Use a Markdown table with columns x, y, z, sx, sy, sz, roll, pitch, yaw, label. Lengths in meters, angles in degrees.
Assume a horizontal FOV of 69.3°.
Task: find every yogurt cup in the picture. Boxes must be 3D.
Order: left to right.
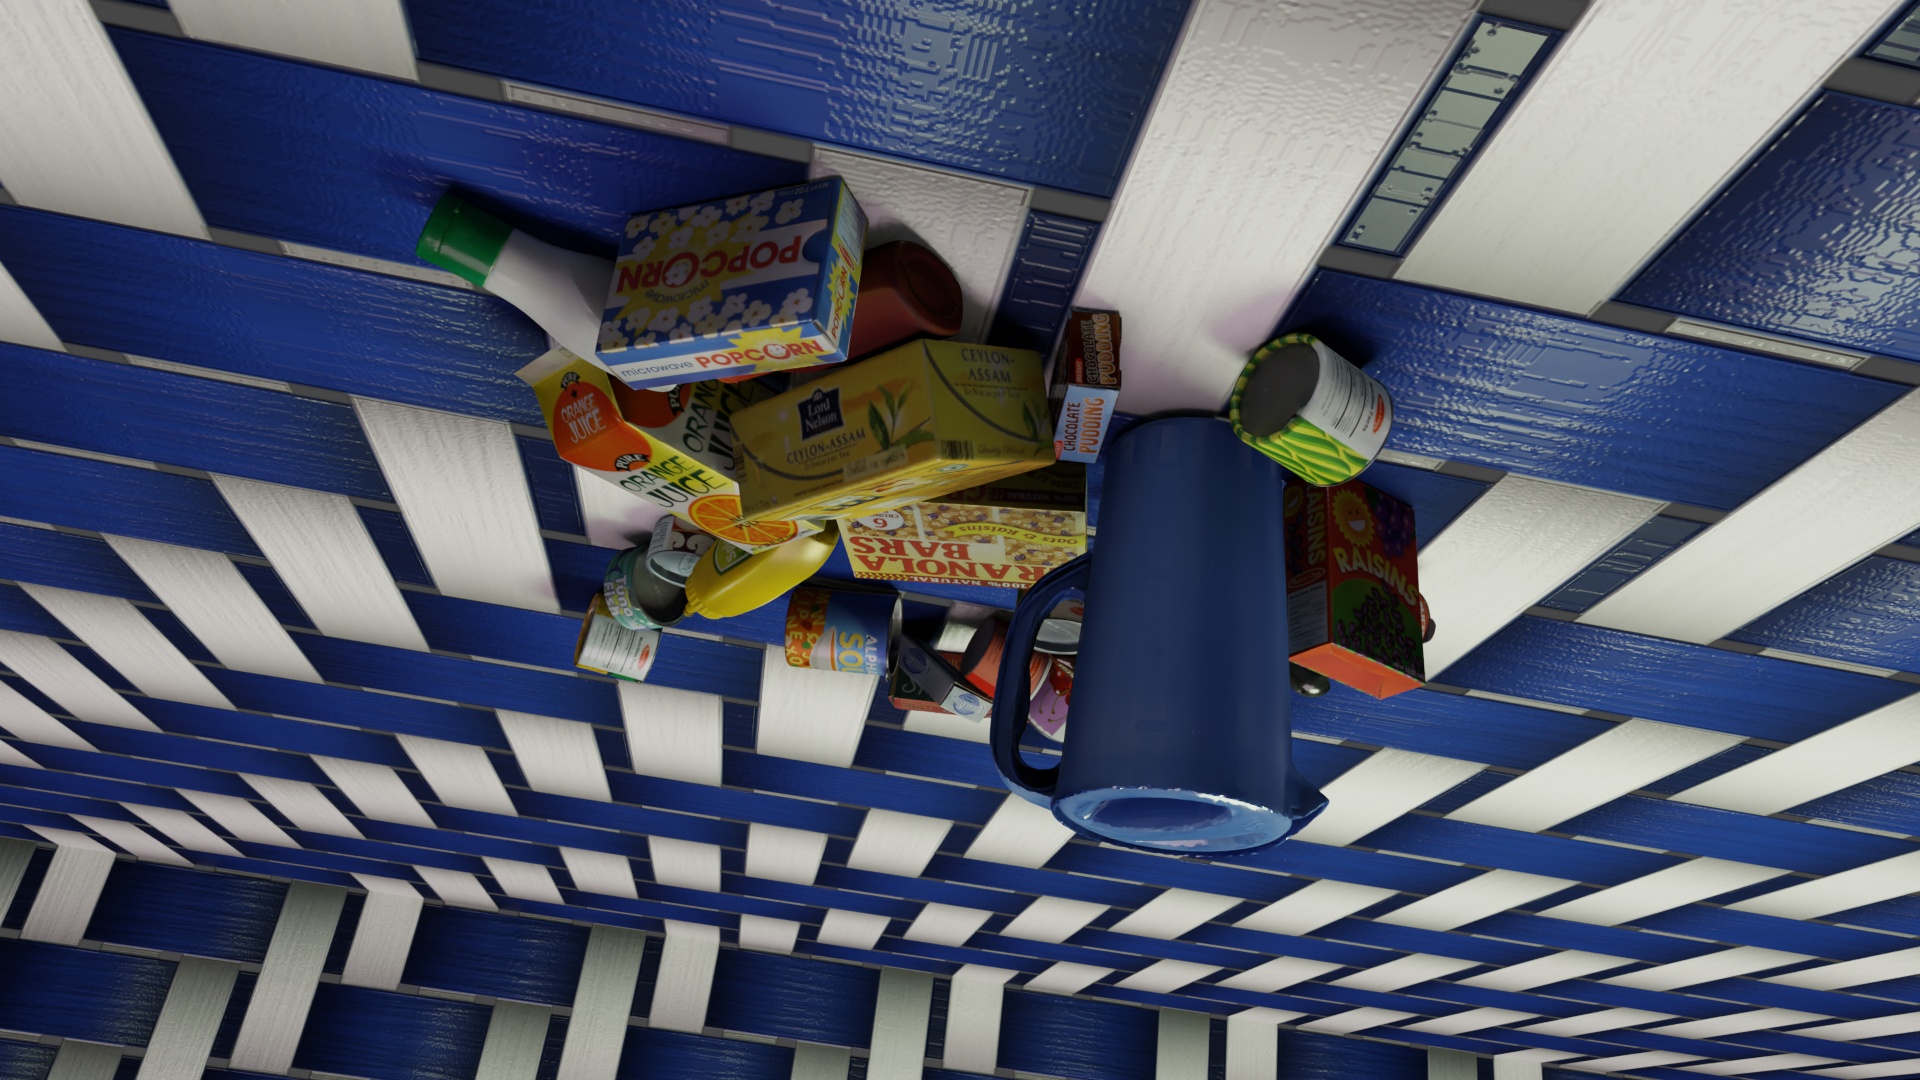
| x | y | z | sx | sy | sz | roll | pitch | yaw | label |
| --- | --- | --- | --- | --- | --- | --- | --- | --- | --- |
| 0.036 | 0.097 | 1.125 | 0.054 | 0.073 | 0.072 | 29 | 149 | -14 | yogurt cup |

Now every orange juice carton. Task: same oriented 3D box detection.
| x | y | z | sx | sy | sz | roll | pitch | yaw | label |
| --- | --- | --- | --- | --- | --- | --- | --- | --- | --- |
| -0.169 | -0.067 | 0.838 | 0.071 | 0.073 | 0.192 | -18 | 144 | 41 | orange juice carton |

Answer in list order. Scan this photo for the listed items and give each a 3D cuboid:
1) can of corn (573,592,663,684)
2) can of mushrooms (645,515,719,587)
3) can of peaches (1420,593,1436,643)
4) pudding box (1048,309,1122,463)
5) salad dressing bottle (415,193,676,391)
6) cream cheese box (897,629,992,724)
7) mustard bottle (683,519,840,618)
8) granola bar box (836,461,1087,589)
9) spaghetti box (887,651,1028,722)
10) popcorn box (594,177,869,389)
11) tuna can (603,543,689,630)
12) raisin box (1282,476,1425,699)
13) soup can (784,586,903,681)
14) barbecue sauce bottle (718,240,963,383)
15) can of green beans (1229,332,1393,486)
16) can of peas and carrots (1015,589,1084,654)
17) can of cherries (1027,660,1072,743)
| x | y | z | sx | sy | sz | roll | pitch | yaw | label |
| --- | --- | --- | --- | --- | --- | --- | --- | --- | --- |
| -0.291 | 0.082 | 1.182 | 0.058 | 0.071 | 0.071 | 19 | 151 | -20 | can of corn |
| -0.199 | 0.010 | 1.046 | 0.071 | 0.033 | 0.070 | 6 | 153 | 3 | can of mushrooms |
| 0.283 | 0.048 | 0.959 | 0.071 | 0.071 | 0.058 | -17 | 144 | 40 | can of peaches |
| 0.068 | -0.084 | 0.768 | 0.030 | 0.050 | 0.083 | 5 | 154 | -3 | pudding box |
| -0.211 | -0.132 | 0.737 | 0.147 | 0.064 | 0.043 | 27 | 130 | -19 | salad dressing bottle |
| -0.022 | 0.109 | 1.147 | 0.053 | 0.024 | 0.104 | 33 | -176 | -43 | cream cheese box |
| -0.151 | 0.018 | 0.980 | 0.049 | 0.065 | 0.159 | 30 | 129 | -34 | mustard bottle |
| 0.003 | -0.012 | 0.942 | 0.165 | 0.039 | 0.123 | 4 | 153 | 7 | granola bar box |
| 0.065 | 0.132 | 1.204 | 0.250 | 0.050 | 0.028 | 6 | 152 | 4 | spaghetti box |
| -0.113 | -0.126 | 0.690 | 0.126 | 0.085 | 0.038 | -5 | 152 | 22 | popcorn box |
| -0.242 | 0.037 | 1.069 | 0.033 | 0.071 | 0.071 | -10 | 149 | 32 | tuna can |
| 0.243 | 0.026 | 0.860 | 0.086 | 0.124 | 0.040 | 22 | 148 | -27 | raisin box |
| -0.093 | 0.074 | 1.105 | 0.084 | 0.071 | 0.071 | 5 | 153 | 6 | soup can |
| -0.075 | -0.117 | 0.746 | 0.148 | 0.044 | 0.065 | -11 | 155 | 34 | barbecue sauce bottle |
| 0.187 | -0.070 | 0.746 | 0.058 | 0.071 | 0.071 | 26 | 148 | -31 | can of green beans |
| 0.072 | 0.045 | 1.017 | 0.071 | 0.059 | 0.070 | 6 | 154 | 3 | can of peas and carrots |
| 0.087 | 0.122 | 1.143 | 0.071 | 0.072 | 0.058 | 22 | 123 | -26 | can of cherries |
